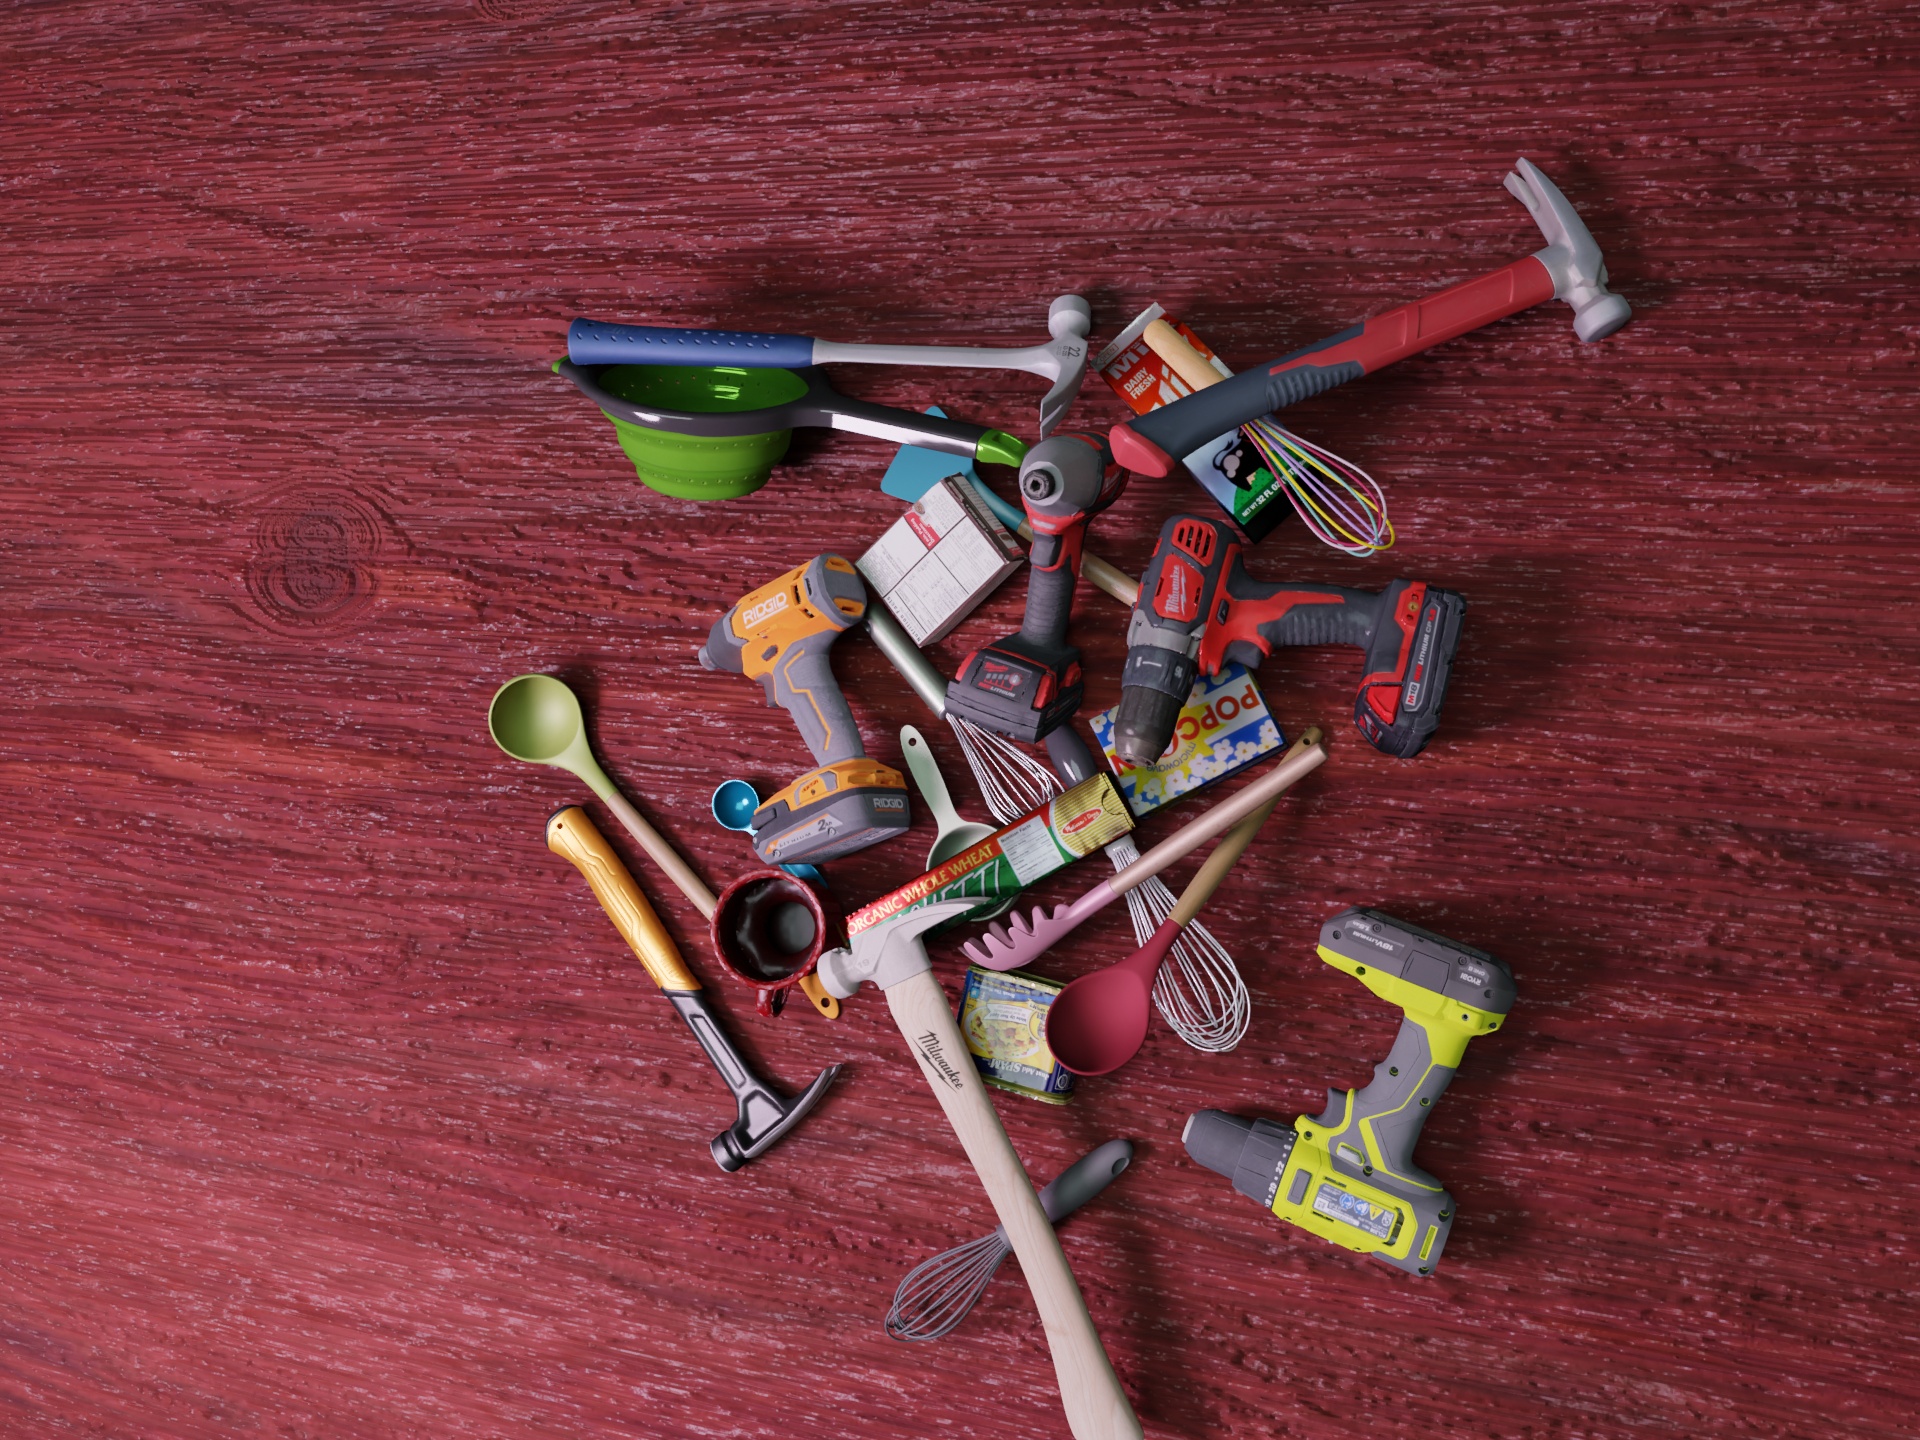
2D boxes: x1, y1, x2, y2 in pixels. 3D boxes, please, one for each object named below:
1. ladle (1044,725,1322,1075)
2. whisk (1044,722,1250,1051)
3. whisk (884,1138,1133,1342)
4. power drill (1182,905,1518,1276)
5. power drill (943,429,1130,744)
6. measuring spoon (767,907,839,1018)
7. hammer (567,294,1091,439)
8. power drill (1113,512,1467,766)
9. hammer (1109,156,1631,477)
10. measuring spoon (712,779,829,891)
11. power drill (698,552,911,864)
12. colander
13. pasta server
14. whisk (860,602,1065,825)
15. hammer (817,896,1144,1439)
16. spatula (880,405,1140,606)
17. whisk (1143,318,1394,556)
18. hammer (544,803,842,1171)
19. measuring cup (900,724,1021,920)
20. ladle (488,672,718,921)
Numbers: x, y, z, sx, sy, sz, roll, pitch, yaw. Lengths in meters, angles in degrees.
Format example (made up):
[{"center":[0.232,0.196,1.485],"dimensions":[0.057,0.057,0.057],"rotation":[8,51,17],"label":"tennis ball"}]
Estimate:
[{"center":[0.169,0.125,1.149],"dimensions":[0.069,0.031,0.315],"rotation":[35,76,17],"label":"ladle"},{"center":[0.134,0.120,1.199],"dimensions":[0.070,0.070,0.285],"rotation":[-32,71,13],"label":"whisk"},{"center":[0.038,0.395,1.208],"dimensions":[0.239,0.055,0.055],"rotation":[-39,74,6],"label":"whisk"},{"center":[0.276,0.252,1.125],"dimensions":[0.191,0.080,0.228],"rotation":[20,94,19],"label":"power drill"},{"center":[0.061,-0.103,1.172],"dimensions":[0.078,0.143,0.219],"rotation":[20,110,17],"label":"power drill"},{"center":[-0.135,0.195,1.300],"dimensions":[0.021,0.011,0.117],"rotation":[-39,74,11],"label":"measuring spoon"},{"center":[-0.104,-0.284,1.238],"dimensions":[0.405,0.035,0.144],"rotation":[3,50,5],"label":"hammer"},{"center":[0.227,-0.037,1.135],"dimensions":[0.227,0.080,0.188],"rotation":[15,78,10],"label":"power drill"},{"center":[0.274,-0.273,1.114],"dimensions":[0.386,0.038,0.143],"rotation":[-23,77,-11],"label":"hammer"},{"center":[-0.153,0.099,1.317],"dimensions":[0.128,0.021,0.042],"rotation":[44,102,8],"label":"measuring spoon"},{"center":[-0.134,-0.002,1.280],"dimensions":[0.164,0.084,0.227],"rotation":[-23,73,33],"label":"power drill"},{"center":[-0.134,-0.220,1.277],"dimensions":[0.397,0.204,0.094],"rotation":[15,122,17],"label":"colander"},{"center":[0.128,0.100,1.148],"dimensions":[0.316,0.060,0.040],"rotation":[-37,85,24],"label":"pasta server"},{"center":[-0.002,-0.004,1.262],"dimensions":[0.059,0.057,0.246],"rotation":[-32,69,-22],"label":"whisk"},{"center":[0.039,0.331,1.158],"dimensions":[0.146,0.038,0.411],"rotation":[-29,83,25],"label":"hammer"},{"center":[0.074,-0.142,1.259],"dimensions":[0.317,0.044,0.082],"rotation":[34,96,14],"label":"spatula"},{"center":[0.218,-0.203,1.132],"dimensions":[0.047,0.051,0.245],"rotation":[-36,69,-13],"label":"whisk"},{"center":[-0.239,0.201,1.323],"dimensions":[0.127,0.034,0.337],"rotation":[-42,74,11],"label":"hammer"},{"center":[-0.004,0.079,1.256],"dimensions":[0.083,0.038,0.168],"rotation":[-29,75,14],"label":"measuring cup"},{"center":[-0.280,0.083,1.338],"dimensions":[0.078,0.062,0.320],"rotation":[-45,76,1],"label":"ladle"}]
